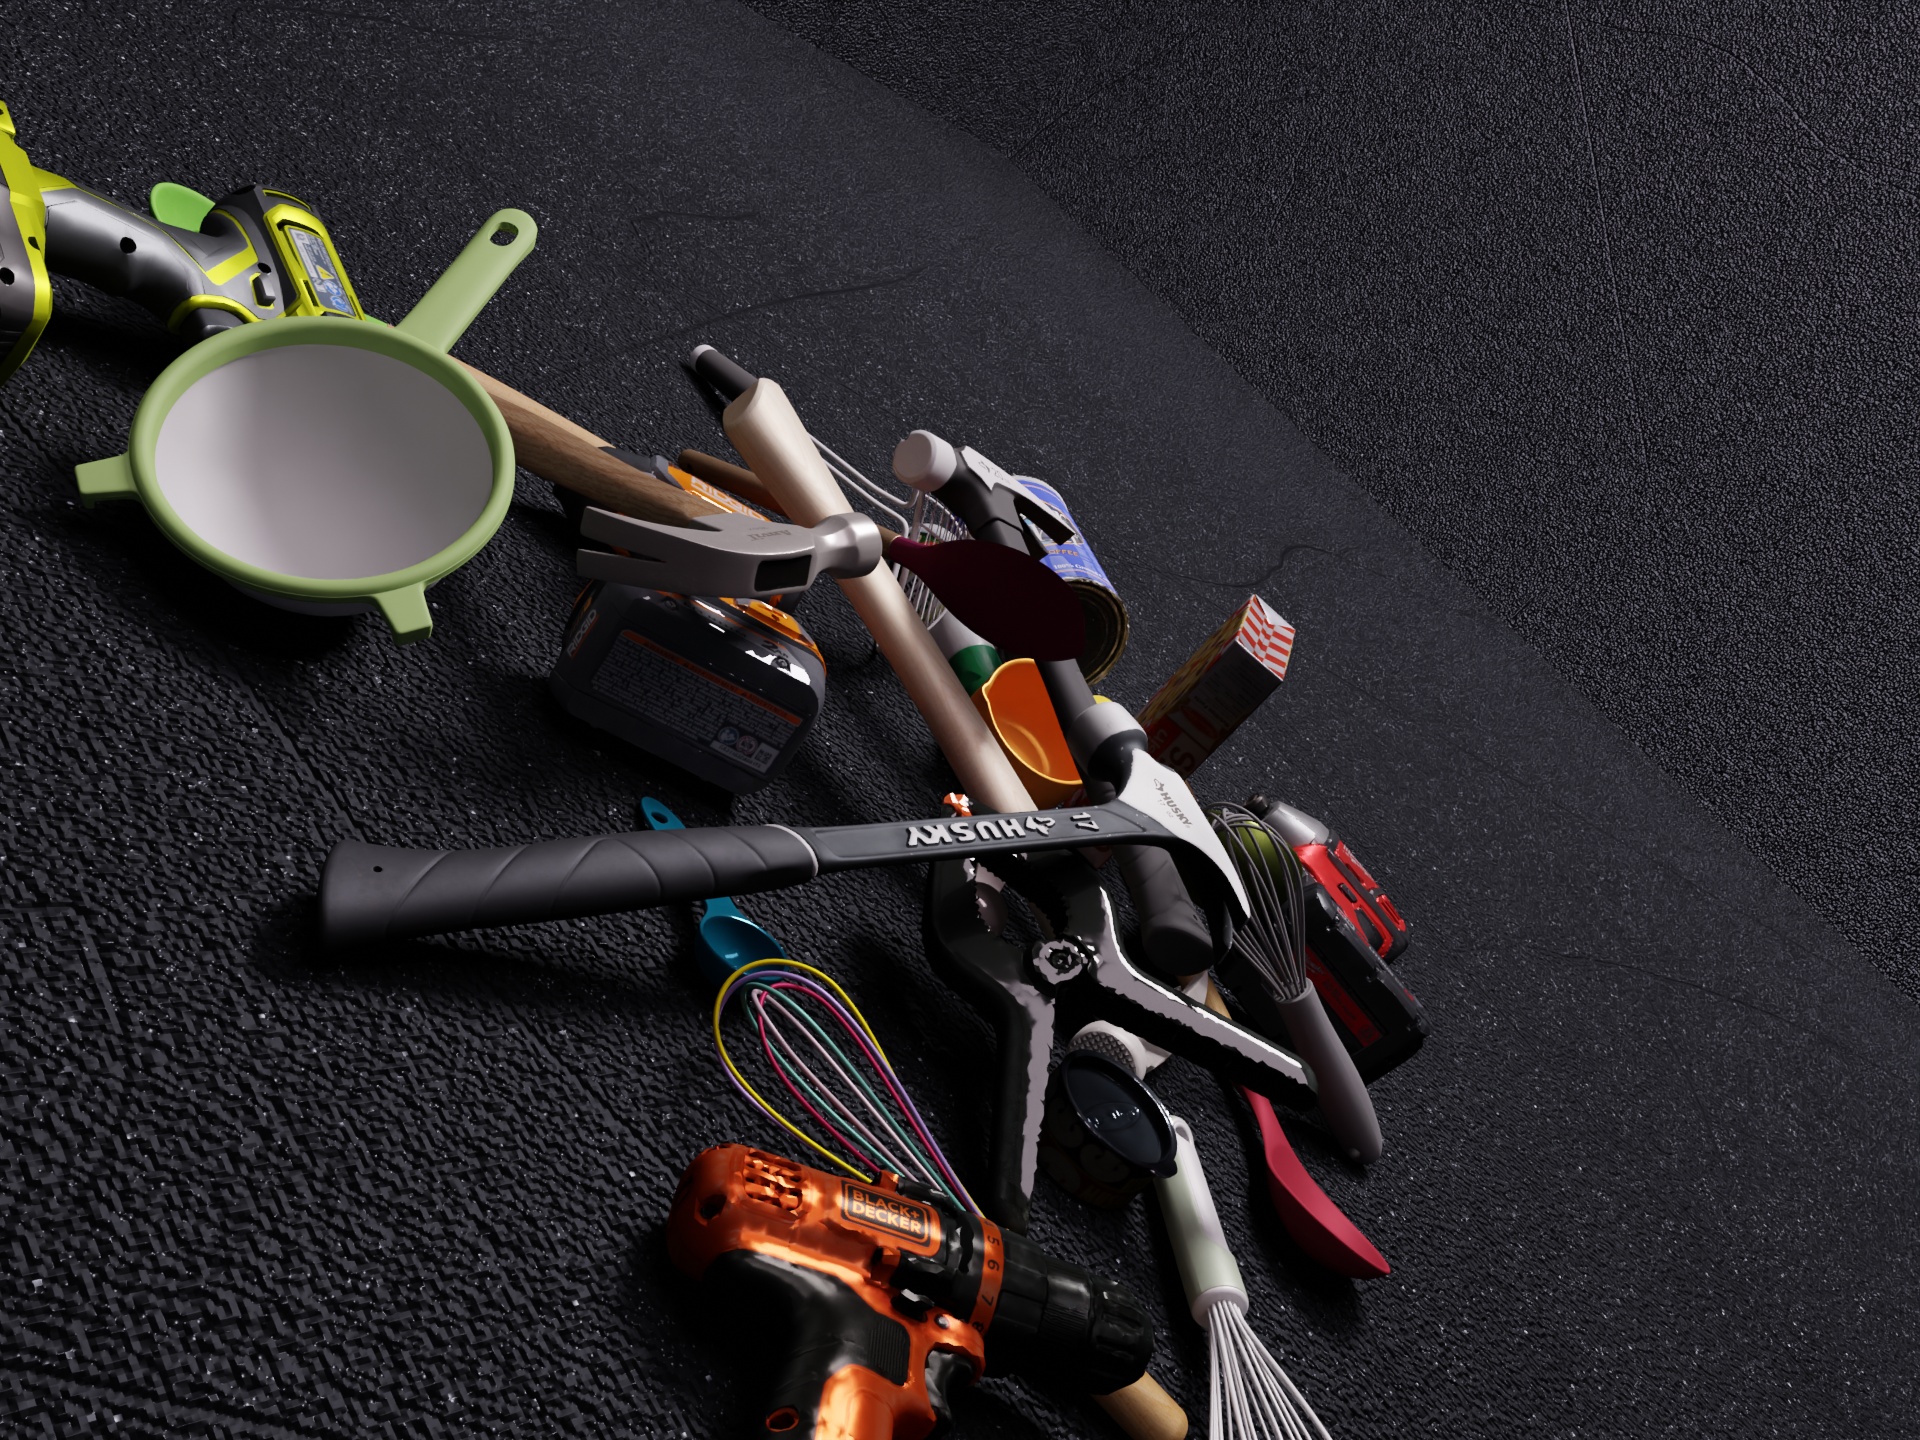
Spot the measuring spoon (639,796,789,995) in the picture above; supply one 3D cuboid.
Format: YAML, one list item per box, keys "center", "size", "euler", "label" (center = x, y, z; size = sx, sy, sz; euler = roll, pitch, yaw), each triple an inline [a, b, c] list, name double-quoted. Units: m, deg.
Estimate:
- center: [-0.116, 0.077, 0.691]
  size: [0.042, 0.021, 0.129]
  euler: [16, 23, -43]
  label: "measuring spoon"

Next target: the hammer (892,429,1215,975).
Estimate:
- center: [0.065, -0.011, 0.894]
  size: [0.146, 0.035, 0.335]
  euler: [19, 43, -54]
  label: "hammer"

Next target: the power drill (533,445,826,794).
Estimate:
- center: [-0.152, -0.069, 0.824]
  size: [0.164, 0.084, 0.227]
  euler: [28, 21, -22]
  label: "power drill"

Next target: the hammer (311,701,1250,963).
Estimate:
- center: [-0.052, 0.058, 0.653]
  size: [0.408, 0.036, 0.149]
  euler: [-3, 42, -35]
  label: "hammer"

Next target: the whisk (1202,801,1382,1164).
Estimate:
- center: [0.180, 0.145, 0.846]
  size: [0.055, 0.055, 0.238]
  euler: [-77, 143, -65]
  label: "whisk"

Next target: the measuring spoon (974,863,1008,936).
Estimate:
- center: [0.020, 0.080, 0.875]
  size: [0.034, 0.018, 0.124]
  euler: [37, 22, -4]
  label: "measuring spoon"

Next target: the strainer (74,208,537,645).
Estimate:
- center: [-0.258, -0.137, 0.721]
  size: [0.151, 0.069, 0.257]
  euler: [24, 52, -4]
  label: "strainer"

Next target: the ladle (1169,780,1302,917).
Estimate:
- center: [0.153, 0.053, 1.008]
  size: [0.078, 0.062, 0.320]
  euler: [30, 11, -5]
  label: "ladle"

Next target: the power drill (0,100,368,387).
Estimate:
- center: [-0.367, -0.189, 0.721]
  size: [0.223, 0.080, 0.171]
  euler: [3, 54, -58]
  label: "power drill"

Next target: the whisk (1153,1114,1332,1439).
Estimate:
- center: [0.110, 0.250, 0.661]
  size: [0.057, 0.059, 0.247]
  euler: [43, 15, -23]
  label: "whisk"

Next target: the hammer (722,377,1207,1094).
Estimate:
- center: [-0.001, -0.003, 0.842]
  size: [0.411, 0.038, 0.146]
  euler: [59, 25, 6]
  label: "hammer"

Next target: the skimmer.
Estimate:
- center: [-0.111, -0.175, 1.081]
  size: [0.090, 0.127, 0.364]
  euler: [-11, 40, -39]
  label: "skimmer"

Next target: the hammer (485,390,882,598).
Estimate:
- center: [-0.200, -0.130, 0.780]
  size: [0.331, 0.031, 0.130]
  euler: [28, 27, 32]
  label: "hammer"

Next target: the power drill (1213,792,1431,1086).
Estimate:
- center: [0.222, 0.127, 0.994]
  size: [0.143, 0.078, 0.220]
  euler: [50, 19, -3]
  label: "power drill"

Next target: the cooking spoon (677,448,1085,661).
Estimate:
- center: [-0.054, -0.105, 0.898]
  size: [0.319, 0.068, 0.017]
  euler: [26, 48, 34]
  label: "cooking spoon"

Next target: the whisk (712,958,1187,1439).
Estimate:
- center: [-0.002, 0.184, 0.611]
  size: [0.245, 0.051, 0.047]
  euler: [45, 43, 4]
  label: "whisk"

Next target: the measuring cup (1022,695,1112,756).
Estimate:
- center: [0.074, 0.006, 1.084]
  size: [0.062, 0.029, 0.156]
  euler: [44, 21, 12]
  label: "measuring cup"

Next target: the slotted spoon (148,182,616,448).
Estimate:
- center: [-0.308, -0.205, 0.910]
  size: [0.313, 0.031, 0.070]
  euler: [27, 32, -30]
  label: "slotted spoon"

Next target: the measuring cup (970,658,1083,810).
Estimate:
- center: [0.042, -0.019, 0.992]
  size: [0.095, 0.052, 0.174]
  euler: [24, 45, -21]
  label: "measuring cup"

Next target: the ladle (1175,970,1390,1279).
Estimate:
- center: [0.147, 0.177, 0.873]
  size: [0.069, 0.031, 0.316]
  euler: [38, 17, -35]
  label: "ladle"
